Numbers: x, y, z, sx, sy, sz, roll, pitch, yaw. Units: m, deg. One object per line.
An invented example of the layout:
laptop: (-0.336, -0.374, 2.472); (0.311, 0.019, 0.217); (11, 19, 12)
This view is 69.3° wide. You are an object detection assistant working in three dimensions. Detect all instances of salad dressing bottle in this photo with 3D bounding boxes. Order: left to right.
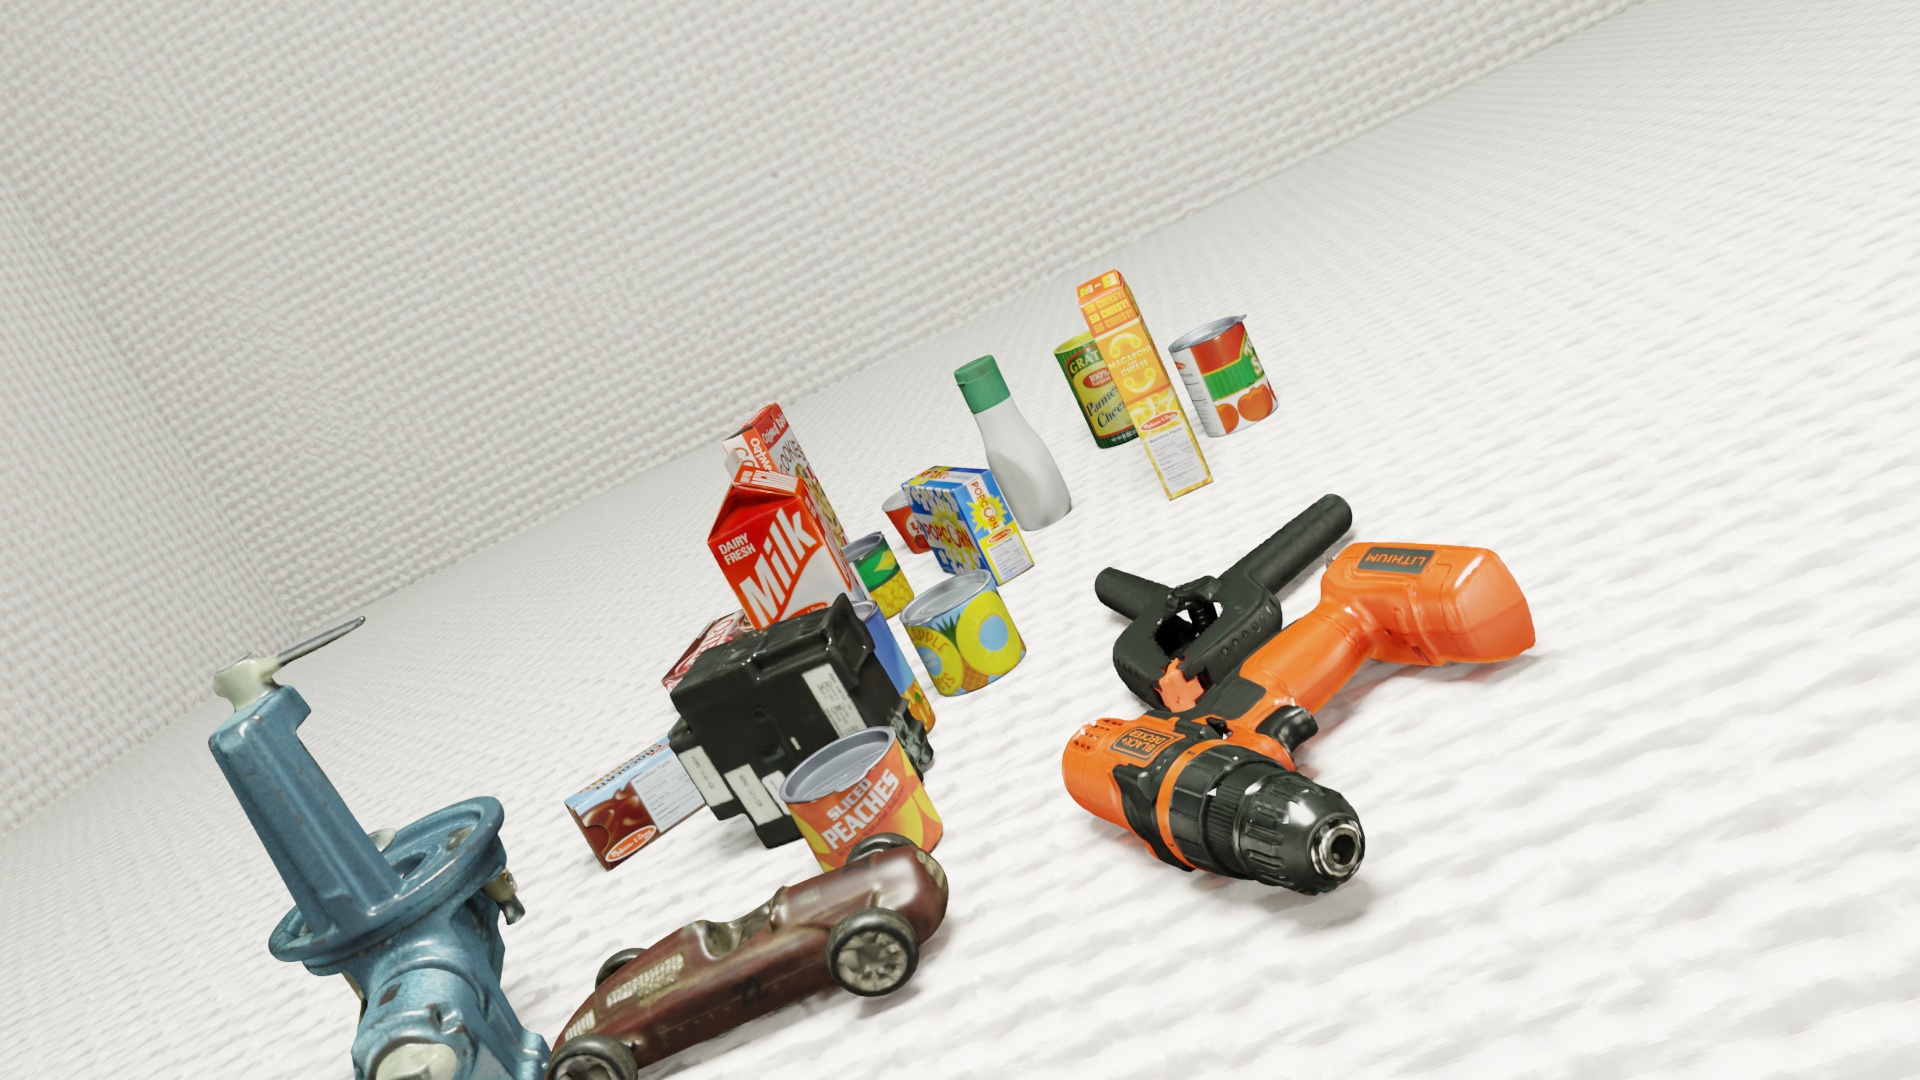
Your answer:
salad dressing bottle: (0.042, -0.082, 1.158); (0.044, 0.147, 0.064); (-34, 15, -27)

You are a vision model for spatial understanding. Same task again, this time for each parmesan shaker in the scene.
parmesan shaker: (0.141, -0.147, 1.311); (0.071, 0.103, 0.071); (-25, 13, 7)

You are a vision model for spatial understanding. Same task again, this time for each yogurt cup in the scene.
yogurt cup: (-0.032, -0.023, 1.277); (0.072, 0.054, 0.072); (-25, 13, 7)

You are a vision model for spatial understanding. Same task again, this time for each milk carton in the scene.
milk carton: (-0.117, 0.025, 0.966); (0.073, 0.190, 0.072); (-27, 13, 1)

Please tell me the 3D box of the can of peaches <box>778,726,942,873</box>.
can of peaches: (-0.049, 0.137, 0.705); (0.071, 0.058, 0.071); (-25, 13, 7)

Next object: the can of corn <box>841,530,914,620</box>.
can of corn: (-0.078, 0.034, 1.141); (0.071, 0.058, 0.071); (-25, 13, 7)

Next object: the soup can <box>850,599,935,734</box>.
soup can: (-0.061, 0.087, 0.857); (0.071, 0.083, 0.071); (-25, 13, 7)

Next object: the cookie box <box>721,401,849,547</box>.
cookie box: (-0.170, -0.047, 1.378); (0.040, 0.167, 0.123); (-25, 13, 9)

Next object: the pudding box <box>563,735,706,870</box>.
pudding box: (-0.208, 0.168, 0.903); (0.084, 0.049, 0.030); (-33, 15, -25)

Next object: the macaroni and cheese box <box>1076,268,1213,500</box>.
macaroni and cheese box: (0.144, -0.127, 1.095); (0.040, 0.166, 0.124); (-24, 13, 11)

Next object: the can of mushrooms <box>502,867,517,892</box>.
can of mushrooms: (-0.332, 0.235, 0.919); (0.071, 0.033, 0.071); (-25, 14, 7)

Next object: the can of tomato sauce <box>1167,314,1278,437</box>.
can of tomato sauce: (0.223, -0.139, 1.170); (0.071, 0.083, 0.071); (-25, 13, 7)

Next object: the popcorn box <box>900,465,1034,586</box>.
popcorn box: (0.004, -0.014, 1.109); (0.038, 0.085, 0.126); (-31, 14, -16)

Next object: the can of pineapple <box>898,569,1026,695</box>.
can of pineapple: (0.001, 0.061, 0.898); (0.071, 0.057, 0.071); (-25, 13, 7)
